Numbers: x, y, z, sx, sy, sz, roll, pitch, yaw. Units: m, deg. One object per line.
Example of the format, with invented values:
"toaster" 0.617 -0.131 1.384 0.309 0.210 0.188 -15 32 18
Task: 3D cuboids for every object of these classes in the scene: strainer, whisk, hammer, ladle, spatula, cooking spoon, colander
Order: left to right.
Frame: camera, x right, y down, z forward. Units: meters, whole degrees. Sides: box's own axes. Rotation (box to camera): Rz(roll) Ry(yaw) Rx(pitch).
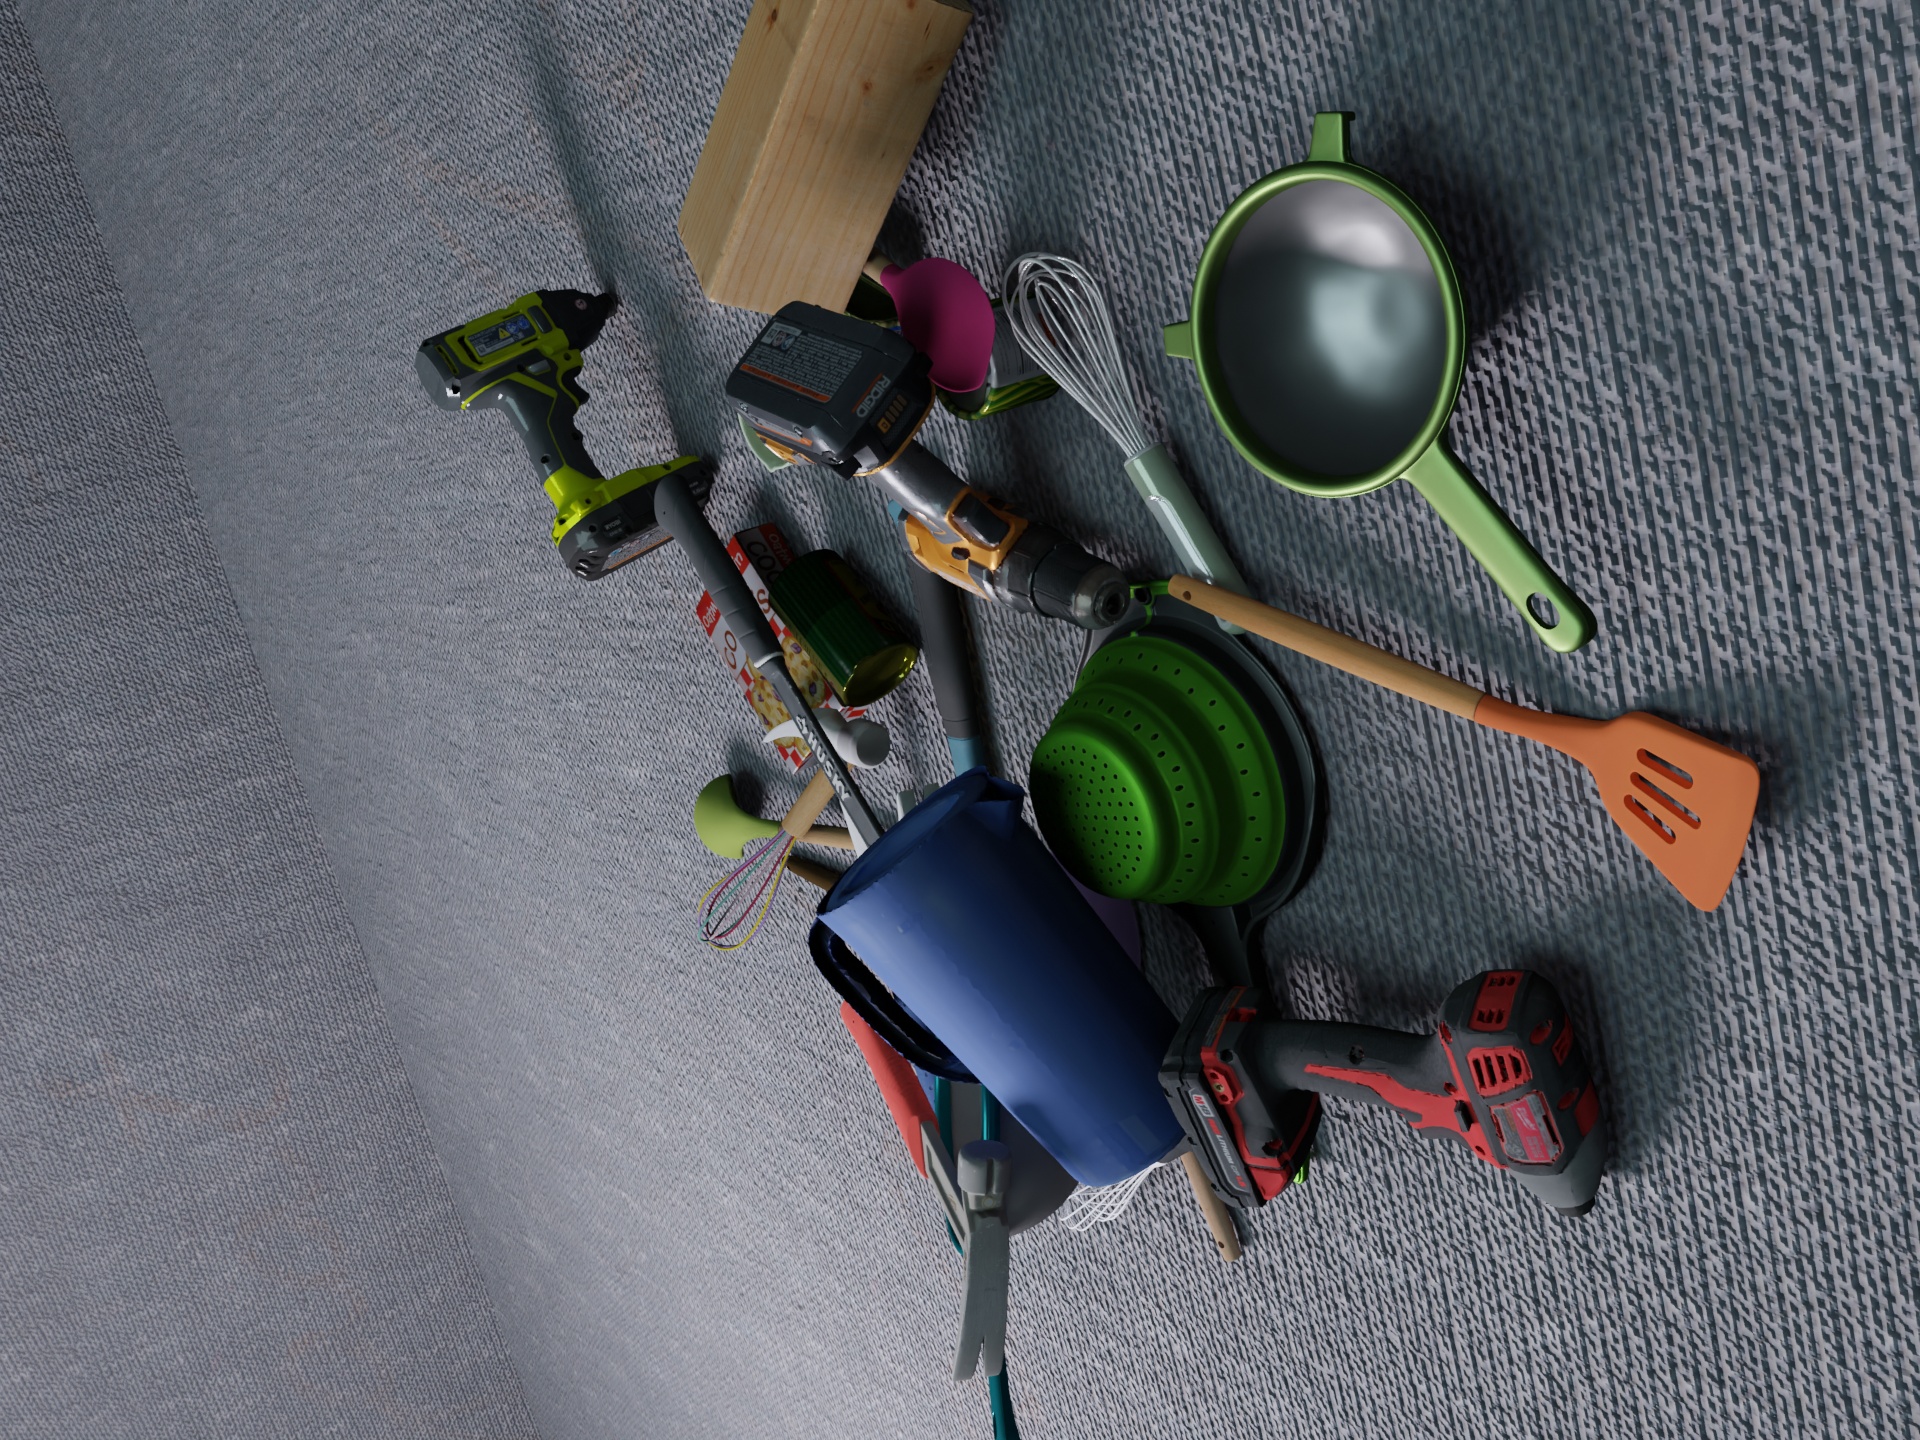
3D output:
"whisk" -0.152 0.102 1.311 0.245 0.051 0.047 -53 51 25
"hammer" -0.130 -0.033 1.144 0.409 0.036 0.149 57 143 29
"ladle" -0.123 0.092 1.348 0.320 0.062 0.078 3 105 45
"cooking spoon" -0.053 -0.281 0.976 0.319 0.017 0.068 50 135 46
"ladle" -0.060 0.156 1.305 0.316 0.031 0.069 18 131 50
"hammer" -0.055 0.174 1.249 0.144 0.035 0.405 15 127 53
"hammer" -0.031 0.283 1.093 0.359 0.036 0.149 -137 48 -69
"hammer" -0.002 -0.004 1.125 0.128 0.033 0.331 10 117 51
"strainer" 0.048 0.315 1.075 0.210 0.095 0.341 104 163 -53
"whisk" 0.098 -0.155 0.891 0.246 0.059 0.058 59 155 2
"whisk" 0.121 0.301 1.093 0.070 0.070 0.284 57 151 13
"spatula" 0.133 0.225 1.092 0.060 0.018 0.316 -18 94 49
"colander" 0.131 0.117 0.963 0.204 0.094 0.397 -2 108 54
"strainer" 0.212 -0.142 0.724 0.256 0.069 0.151 55 142 14
"spatula" 0.231 -0.013 0.785 0.323 0.041 0.081 27 131 35

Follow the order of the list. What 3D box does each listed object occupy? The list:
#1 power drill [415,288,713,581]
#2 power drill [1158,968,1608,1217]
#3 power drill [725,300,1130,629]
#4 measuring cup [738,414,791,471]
"power drill" -0.308 -0.242 1.292 0.223 0.171 0.080 55 151 2
"power drill" 0.232 0.207 0.860 0.220 0.078 0.143 -10 117 38
"power drill" -0.010 -0.135 0.929 0.185 0.084 0.226 31 174 46
"measuring cup" -0.097 -0.210 1.129 0.168 0.038 0.083 26 129 41
